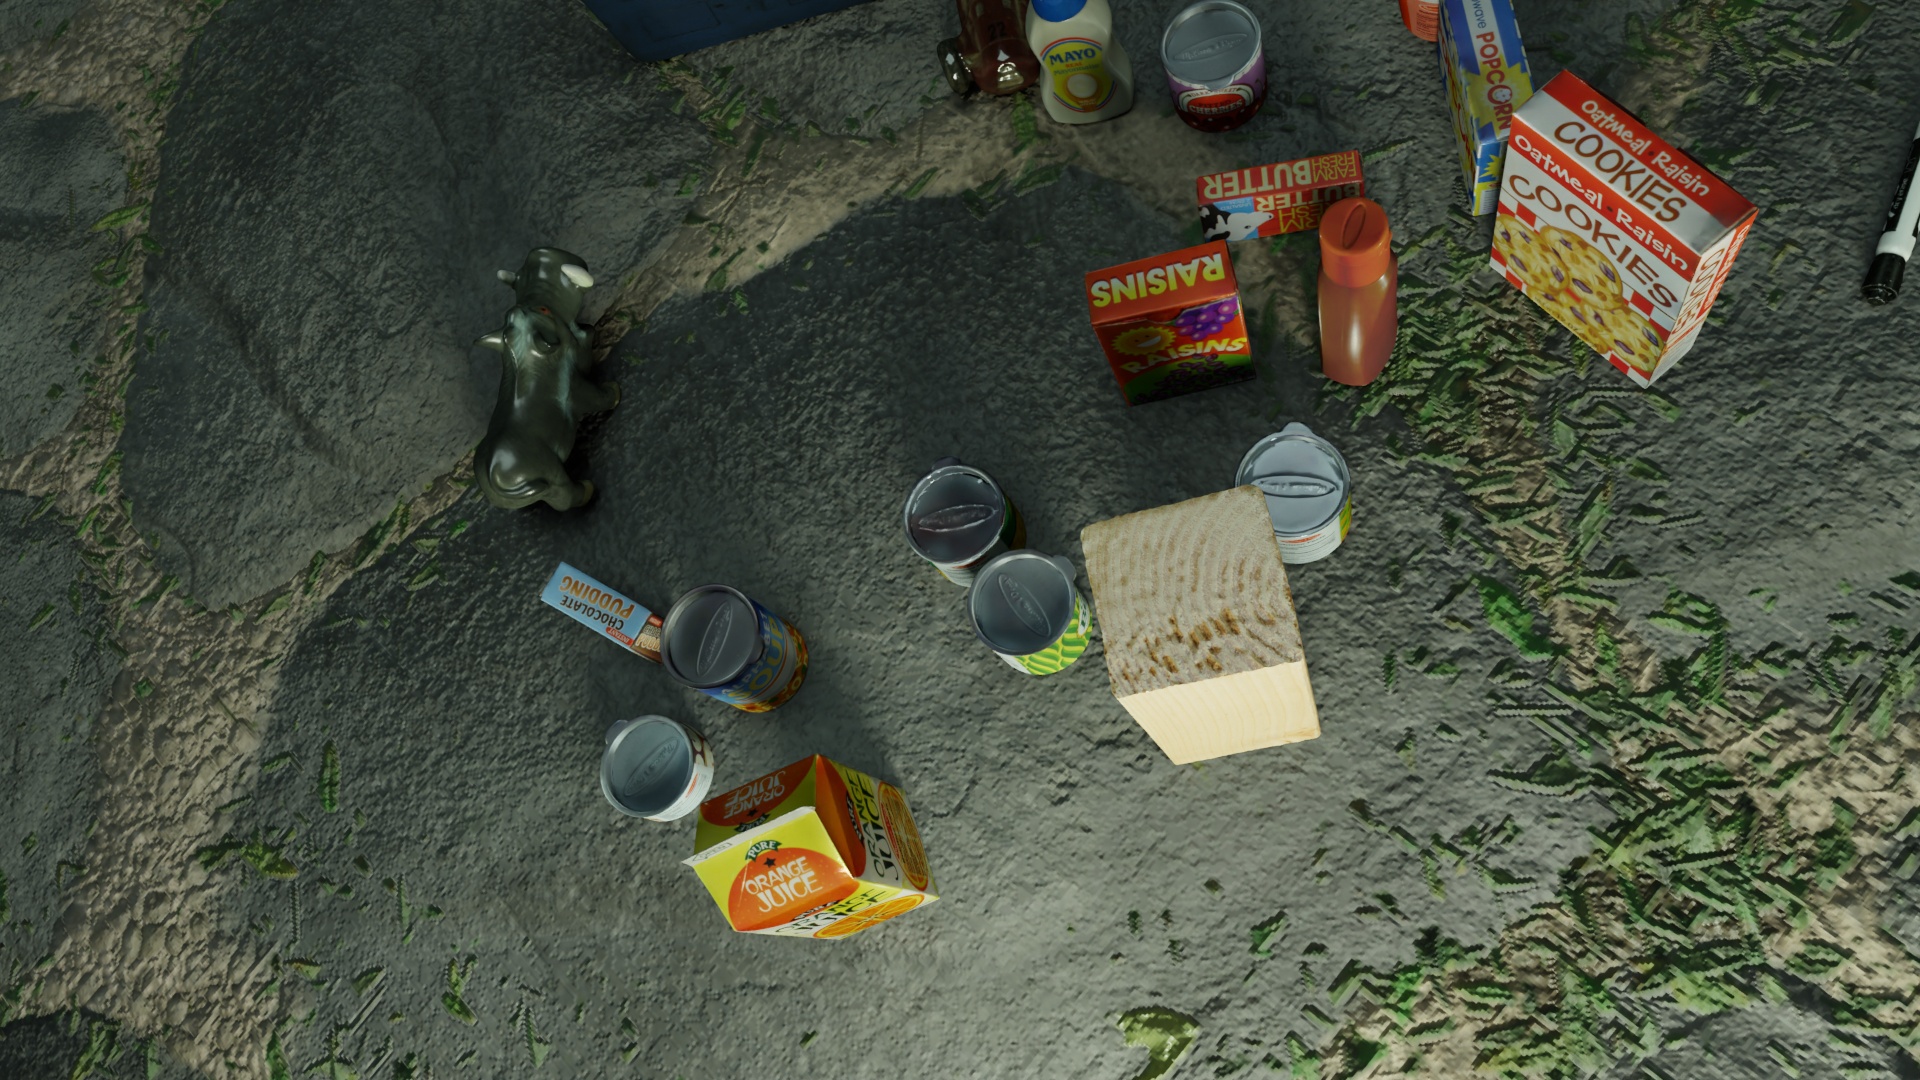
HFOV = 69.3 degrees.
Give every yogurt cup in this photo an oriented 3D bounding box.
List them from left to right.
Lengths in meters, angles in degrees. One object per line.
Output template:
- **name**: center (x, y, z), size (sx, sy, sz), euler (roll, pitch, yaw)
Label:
- **yogurt cup**: center (0.316, -0.364, 0.904), size (0.072, 0.054, 0.072), euler (-5, 71, 15)

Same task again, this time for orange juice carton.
- **orange juice carton**: center (-0.081, 0.172, 0.769), size (0.072, 0.192, 0.073), euler (-24, 68, 8)

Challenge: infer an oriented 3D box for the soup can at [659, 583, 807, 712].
- **soup can**: center (-0.139, 0.071, 0.880), size (0.071, 0.083, 0.071), euler (-5, 71, 15)

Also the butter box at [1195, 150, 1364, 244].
- **butter box**: center (0.205, -0.219, 0.890), size (0.103, 0.053, 0.024), euler (-6, 71, 15)

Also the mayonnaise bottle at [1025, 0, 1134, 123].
- **mayonnaise bottle**: center (0.073, -0.333, 0.915), size (0.065, 0.148, 0.041), euler (-5, 72, 15)

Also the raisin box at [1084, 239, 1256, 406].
- **raisin box**: center (0.129, -0.129, 0.844), size (0.086, 0.123, 0.040), euler (-11, 70, 13)

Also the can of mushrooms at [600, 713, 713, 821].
- **can of mushrooms**: center (-0.197, 0.146, 0.900), size (0.071, 0.033, 0.071), euler (-5, 71, 15)

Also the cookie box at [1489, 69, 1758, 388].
- **cookie box**: center (0.357, -0.167, 0.765), size (0.040, 0.167, 0.123), euler (-41, 66, 1)

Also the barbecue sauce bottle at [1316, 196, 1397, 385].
- **barbecue sauce bottle**: center (0.230, -0.146, 0.806), size (0.044, 0.148, 0.065), euler (17, 78, 21)

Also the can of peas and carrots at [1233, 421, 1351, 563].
- **can of peas and carrots**: center (0.198, -0.027, 0.825), size (0.071, 0.058, 0.071), euler (-5, 71, 15)

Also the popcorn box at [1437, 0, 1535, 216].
- **popcorn box**: center (0.324, -0.277, 0.856), size (0.038, 0.085, 0.127), euler (-10, 70, 14)

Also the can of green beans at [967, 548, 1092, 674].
- **can of green beans**: center (0.044, 0.045, 0.848), size (0.071, 0.057, 0.071), euler (-5, 71, 15)

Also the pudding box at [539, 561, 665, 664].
- **pudding box**: center (-0.235, 0.049, 0.934), size (0.084, 0.049, 0.030), euler (26, 82, 22)

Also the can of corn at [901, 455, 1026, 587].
- **can of corn**: center (0.003, -0.011, 0.878), size (0.071, 0.058, 0.071), euler (-5, 71, 15)

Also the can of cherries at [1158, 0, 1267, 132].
- **can of cherries**: center (0.170, -0.315, 0.929), size (0.071, 0.058, 0.071), euler (-5, 71, 15)
